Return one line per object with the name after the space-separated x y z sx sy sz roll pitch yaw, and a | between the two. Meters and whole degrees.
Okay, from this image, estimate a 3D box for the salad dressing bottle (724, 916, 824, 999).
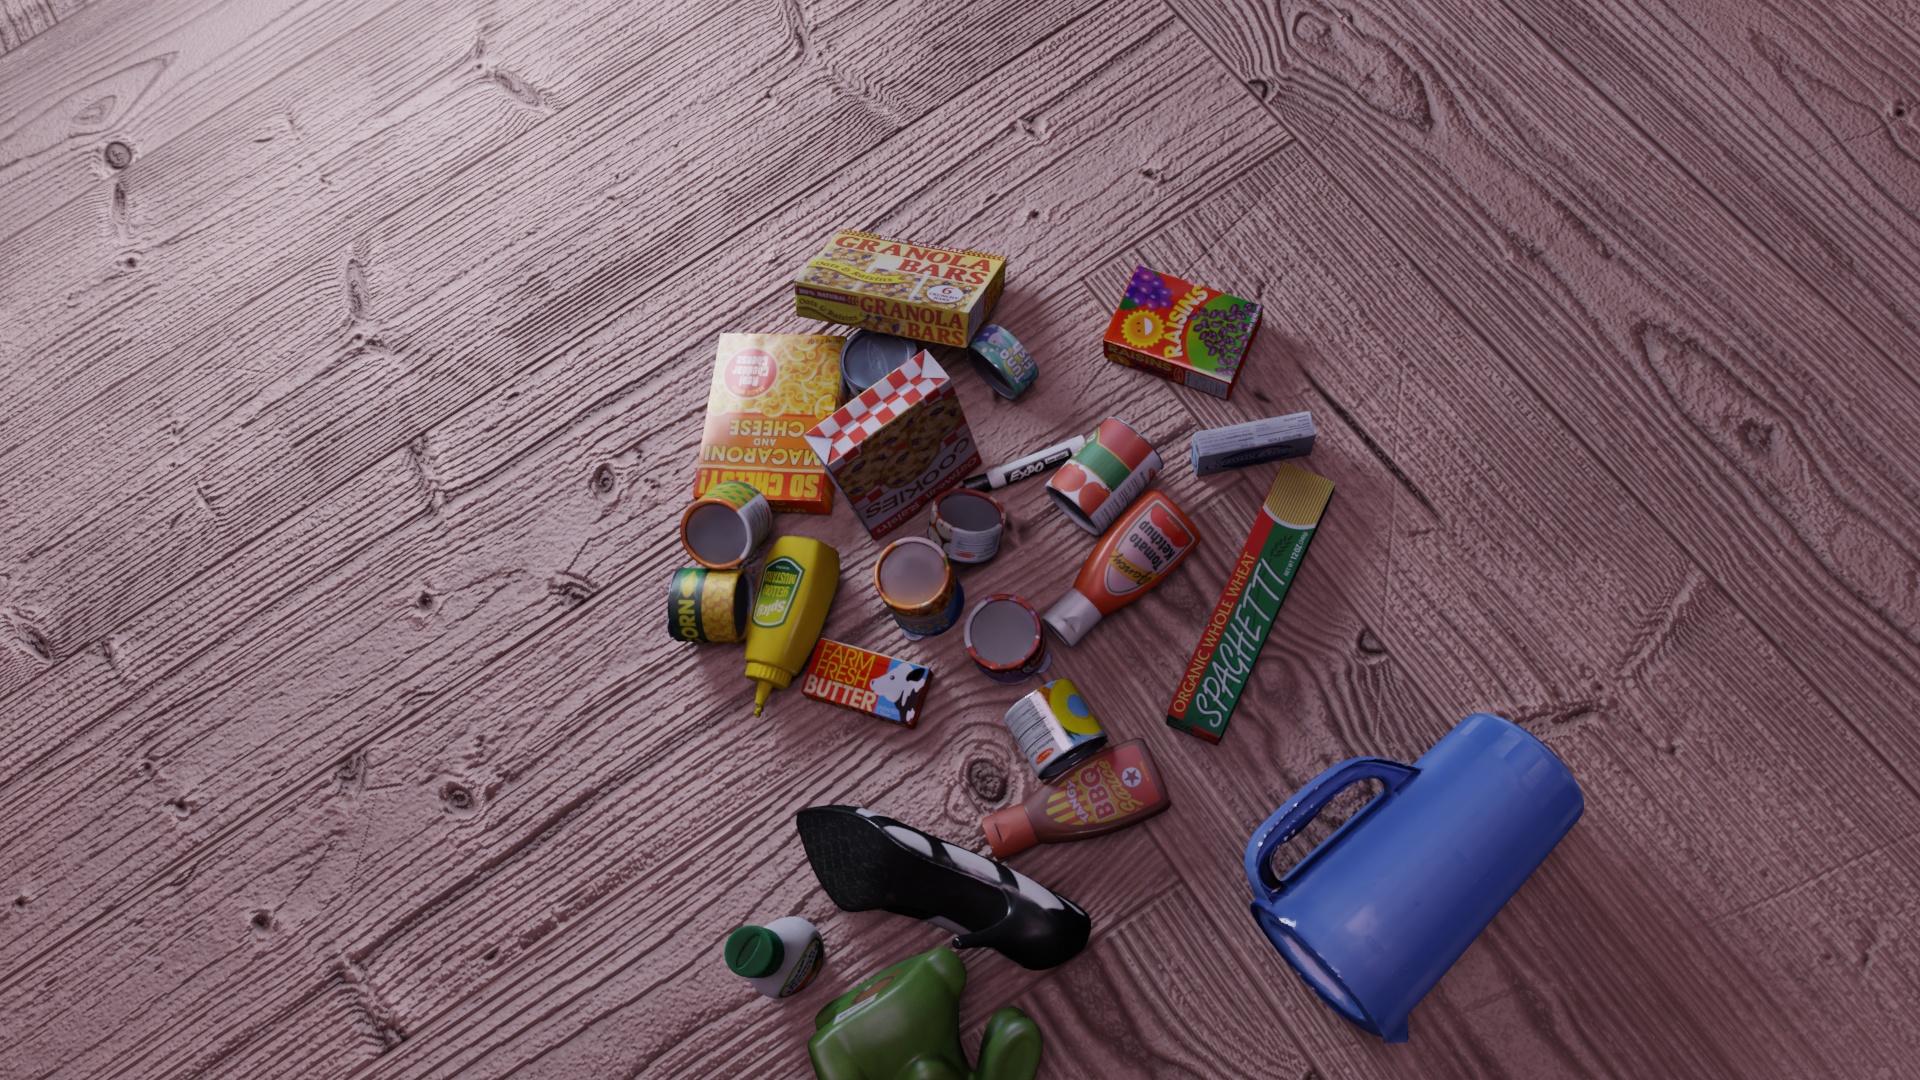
-0.143 0.319 1.068 0.044 0.147 0.064 29 78 17 | salad dressing bottle

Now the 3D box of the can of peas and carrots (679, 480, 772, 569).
-0.208 -0.013 1.218 0.071 0.059 0.070 3 107 9 | can of peas and carrots

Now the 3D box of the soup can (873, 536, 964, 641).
-0.036 0.043 1.187 0.071 0.083 0.071 -3 71 7 | soup can

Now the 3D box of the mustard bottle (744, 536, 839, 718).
-0.153 0.076 1.205 0.065 0.048 0.160 2 69 37 | mustard bottle

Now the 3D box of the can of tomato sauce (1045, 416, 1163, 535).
0.123 -0.057 1.210 0.071 0.071 0.083 40 81 19 | can of tomato sauce

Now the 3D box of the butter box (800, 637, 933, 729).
-0.080 0.123 1.196 0.103 0.024 0.053 14 72 13 | butter box

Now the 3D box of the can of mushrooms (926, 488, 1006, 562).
0.004 -0.015 1.213 0.071 0.033 0.071 7 38 -6 | can of mushrooms

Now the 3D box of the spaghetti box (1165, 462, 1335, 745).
0.246 0.051 1.173 0.050 0.028 0.250 23 75 16 | spaghetti box

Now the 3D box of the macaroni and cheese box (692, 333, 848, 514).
-0.171 -0.108 1.284 0.124 0.040 0.167 3 70 10 | macaroni and cheese box

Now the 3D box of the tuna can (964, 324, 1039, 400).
0.039 -0.162 1.257 0.033 0.071 0.071 -44 70 -8 | tuna can

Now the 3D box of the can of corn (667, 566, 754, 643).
-0.218 0.058 1.215 0.058 0.071 0.071 1 71 8 | can of corn

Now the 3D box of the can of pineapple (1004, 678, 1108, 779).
0.079 0.154 1.141 0.071 0.071 0.058 -31 69 -3 | can of pineapple

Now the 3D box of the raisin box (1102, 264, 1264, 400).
0.201 -0.190 1.261 0.123 0.040 0.086 21 75 14 | raisin box

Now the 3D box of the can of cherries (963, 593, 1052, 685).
0.041 0.084 1.174 0.071 0.058 0.072 -3 70 8 | can of cherries

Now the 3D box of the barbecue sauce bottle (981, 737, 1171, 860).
0.092 0.215 1.127 0.148 0.043 0.065 -22 70 0 | barbecue sauce bottle

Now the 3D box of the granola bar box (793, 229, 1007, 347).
-0.054 -0.235 1.282 0.165 0.038 0.125 12 38 12 | granola bar box

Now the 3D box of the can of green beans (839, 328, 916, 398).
-0.073 -0.155 1.277 0.071 0.057 0.071 -3 70 8 | can of green beans

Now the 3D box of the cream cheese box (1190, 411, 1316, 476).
0.254 -0.084 1.207 0.104 0.053 0.024 -11 71 4 | cream cheese box

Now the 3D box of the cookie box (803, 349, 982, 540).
-0.052 -0.077 1.188 0.123 0.167 0.040 -36 67 -5 | cookie box

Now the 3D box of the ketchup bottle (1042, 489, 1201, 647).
0.134 0.027 1.186 0.149 0.043 0.064 -44 98 -8 | ketchup bottle
